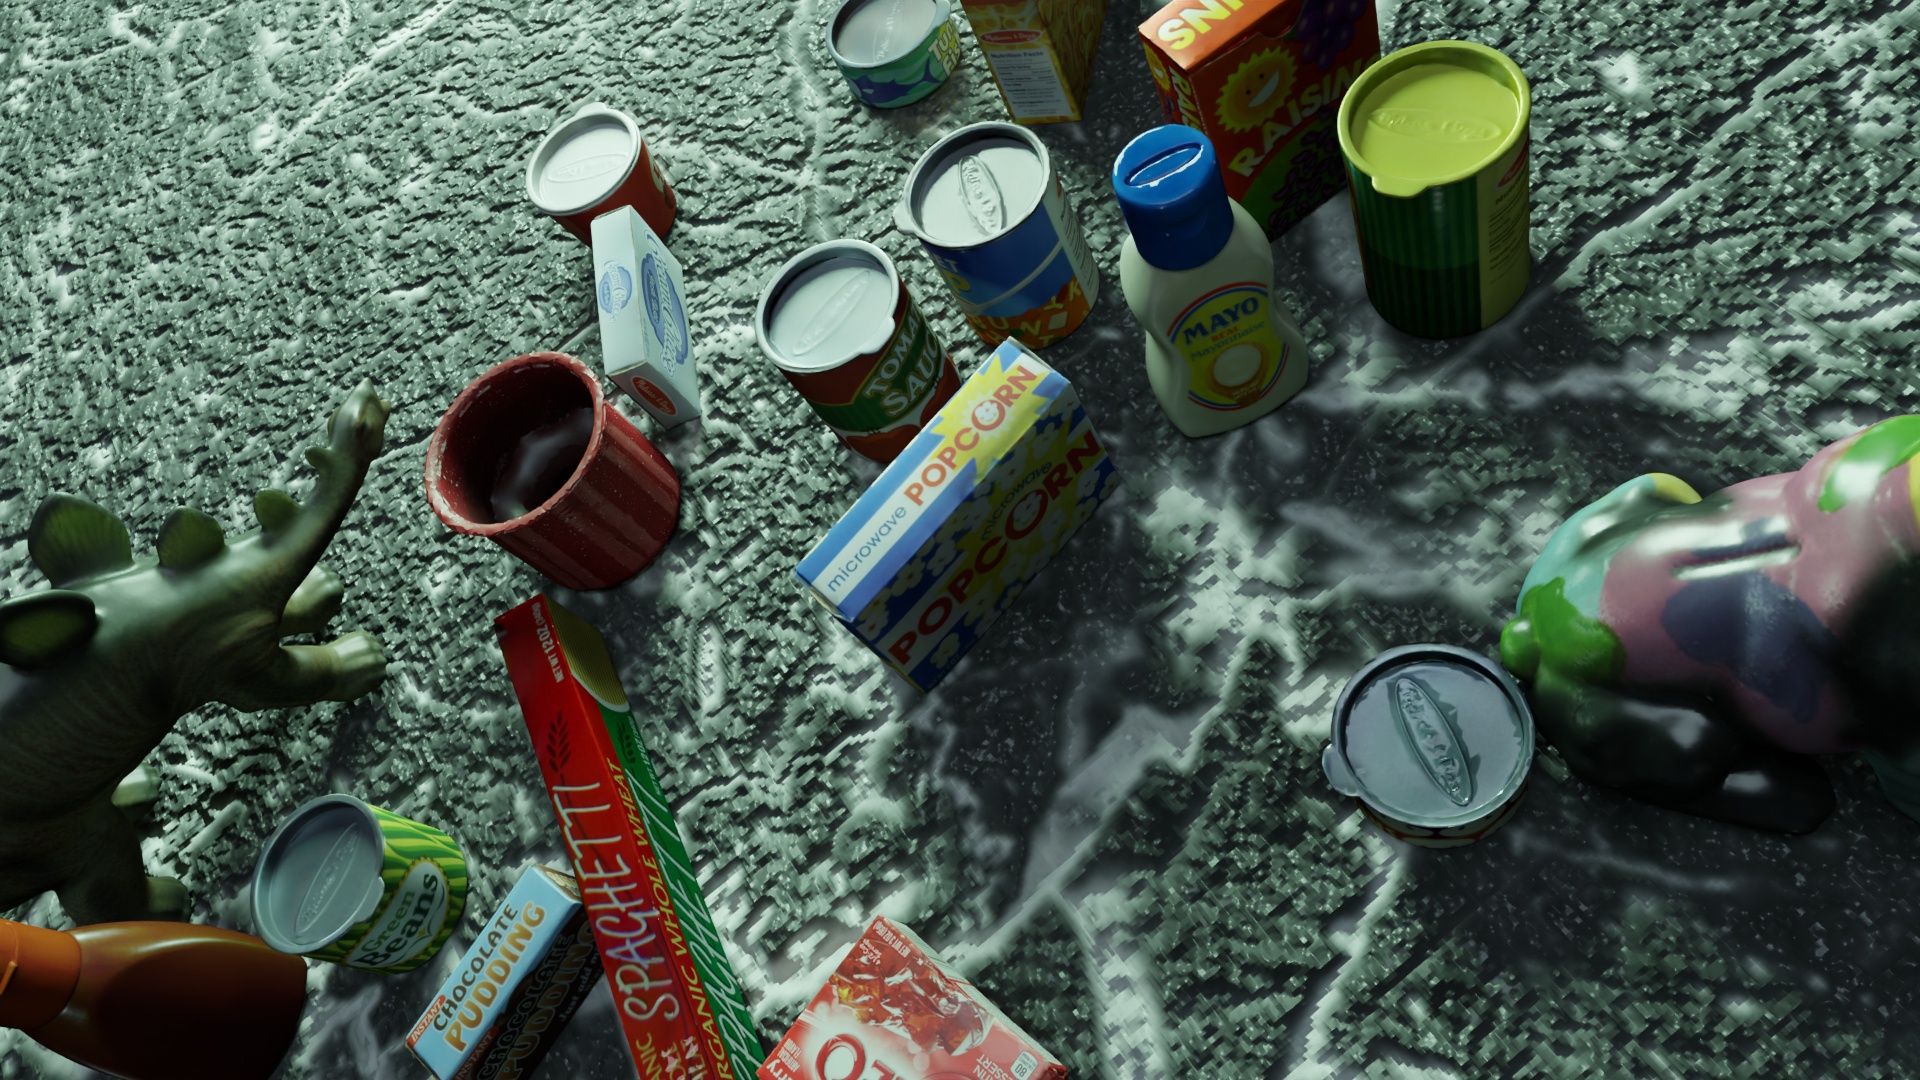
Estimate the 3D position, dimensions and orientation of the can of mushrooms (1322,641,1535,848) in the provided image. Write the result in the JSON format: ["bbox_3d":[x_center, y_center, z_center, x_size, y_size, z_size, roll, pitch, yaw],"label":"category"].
[{"bbox_3d":[0.163,0.073,0.486,0.071,0.033,0.071,-9,62,17],"label":"can of mushrooms"}]

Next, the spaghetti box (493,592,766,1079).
[{"bbox_3d":[-0.134,0.129,0.563,0.028,0.050,0.251,-33,57,3],"label":"spaghetti box"}]

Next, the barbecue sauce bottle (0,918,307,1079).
[{"bbox_3d":[-0.335,0.182,0.557,0.043,0.148,0.065,6,67,24],"label":"barbecue sauce bottle"}]

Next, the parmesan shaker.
[{"bbox_3d":[0.184,-0.130,0.539,0.071,0.102,0.071,-9,62,17],"label":"parmesan shaker"}]

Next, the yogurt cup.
[{"bbox_3d":[-0.189,-0.187,0.744,0.072,0.053,0.072,-9,62,17],"label":"yogurt cup"}]

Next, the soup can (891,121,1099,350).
[{"bbox_3d":[0.017,-0.132,0.617,0.071,0.083,0.071,-9,62,17],"label":"soup can"}]

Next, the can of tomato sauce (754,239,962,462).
[{"bbox_3d":[-0.041,-0.081,0.615,0.071,0.083,0.071,-9,62,17],"label":"can of tomato sauce"}]

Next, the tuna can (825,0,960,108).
[{"bbox_3d":[-0.033,-0.264,0.734,0.071,0.032,0.071,-9,62,17],"label":"tuna can"}]

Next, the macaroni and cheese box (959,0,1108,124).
[{"bbox_3d":[0.028,-0.298,0.648,0.040,0.166,0.124,3,66,23],"label":"macaroni and cheese box"}]

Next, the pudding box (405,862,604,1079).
[{"bbox_3d":[-0.175,0.175,0.556,0.030,0.049,0.084,28,77,30],"label":"pudding box"}]

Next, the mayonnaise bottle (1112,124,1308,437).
[{"bbox_3d":[0.093,-0.096,0.531,0.065,0.147,0.041,-26,58,8],"label":"mayonnaise bottle"}]

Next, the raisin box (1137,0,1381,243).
[{"bbox_3d":[0.130,-0.185,0.576,0.086,0.123,0.040,-36,57,2],"label":"raisin box"}]

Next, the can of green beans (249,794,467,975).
[{"bbox_3d":[-0.257,0.149,0.597,0.071,0.057,0.071,-9,62,17],"label":"can of green beans"}]

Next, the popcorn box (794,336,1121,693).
[{"bbox_3d":[0.002,-0.007,0.559,0.038,0.085,0.127,38,83,32],"label":"popcorn box"}]

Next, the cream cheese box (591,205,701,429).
[{"bbox_3d":[-0.157,-0.111,0.693,0.024,0.053,0.104,-20,59,11],"label":"cream cheese box"}]
